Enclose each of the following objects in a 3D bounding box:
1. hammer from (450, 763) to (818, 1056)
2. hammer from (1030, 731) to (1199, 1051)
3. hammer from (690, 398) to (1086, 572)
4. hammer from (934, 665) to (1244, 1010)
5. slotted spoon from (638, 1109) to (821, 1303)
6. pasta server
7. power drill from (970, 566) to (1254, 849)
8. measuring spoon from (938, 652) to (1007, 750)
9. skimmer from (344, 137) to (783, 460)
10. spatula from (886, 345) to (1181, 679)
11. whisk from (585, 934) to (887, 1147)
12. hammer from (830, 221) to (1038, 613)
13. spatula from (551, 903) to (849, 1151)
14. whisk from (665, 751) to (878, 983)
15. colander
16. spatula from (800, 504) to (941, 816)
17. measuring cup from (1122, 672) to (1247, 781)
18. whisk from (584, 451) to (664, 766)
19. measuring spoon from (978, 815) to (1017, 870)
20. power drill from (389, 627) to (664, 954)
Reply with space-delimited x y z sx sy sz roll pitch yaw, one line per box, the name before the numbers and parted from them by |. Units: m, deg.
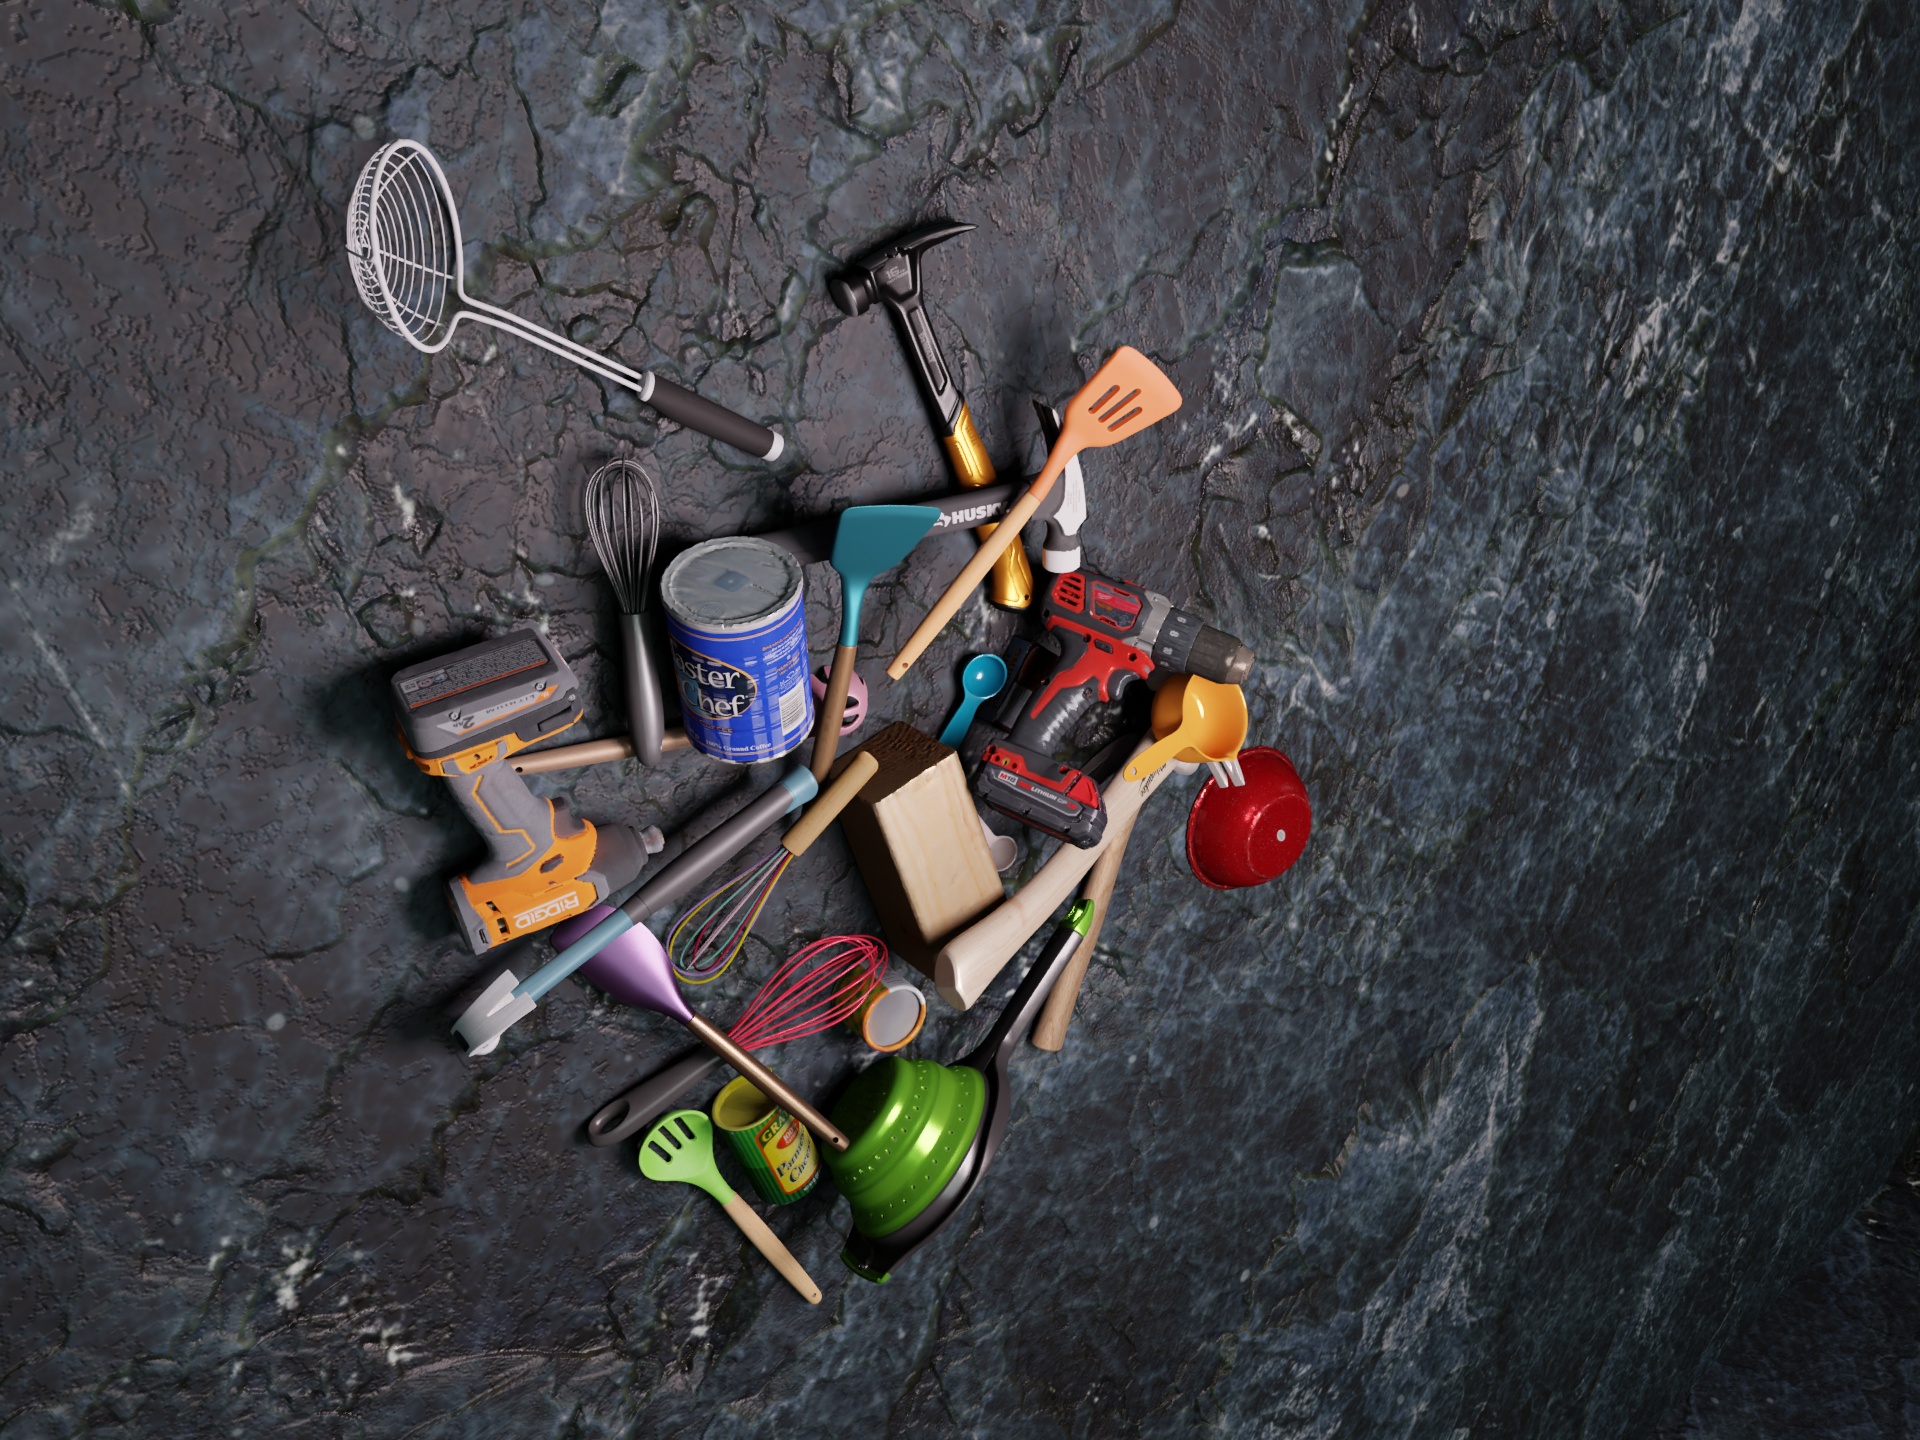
hammer | -0.246 0.142 1.222 0.331 0.128 0.033 -38 88 -19
hammer | 0.132 0.169 1.558 0.130 0.031 0.331 11 101 -38
hammer | -0.051 -0.160 1.268 0.334 0.035 0.146 -14 120 -22
hammer | 0.118 0.116 1.428 0.411 0.038 0.146 -45 110 -34
slotted spoon | -0.199 0.444 1.429 0.070 0.031 0.313 -41 128 -16
pasta server | -0.209 0.008 1.257 0.316 0.040 0.060 -11 114 -28
power drill | 0.127 -0.006 1.351 0.227 0.188 0.080 -65 166 -8
measuring spoon | -0.002 -0.004 1.408 0.042 0.021 0.128 22 103 -28
skimmer | -0.249 -0.261 1.080 0.363 0.090 0.127 20 64 -41
spatula | 0.047 -0.158 1.276 0.081 0.041 0.322 35 96 -38
whisk | -0.188 0.270 1.352 0.296 0.073 0.073 -32 124 -16
hammer | 0.006 -0.236 1.310 0.127 0.034 0.336 -35 124 -19
spatula | -0.203 0.257 1.305 0.060 0.018 0.315 -48 110 -9
whisk | -0.151 0.122 1.299 0.245 0.047 0.051 -48 138 7
colander | -0.012 0.304 1.439 0.094 0.204 0.397 40 71 -16
spatula | -0.091 -0.033 1.248 0.082 0.044 0.317 -4 124 -30
measuring cup | 0.188 0.014 1.443 0.173 0.052 0.095 -32 104 -35
whisk | -0.240 -0.078 1.174 0.055 0.055 0.239 -14 111 -31
measuring spoon | 0.008 0.093 1.454 0.034 0.018 0.124 -49 121 -10
power drill | -0.307 0.052 1.147 0.164 0.084 0.226 -21 130 -21
